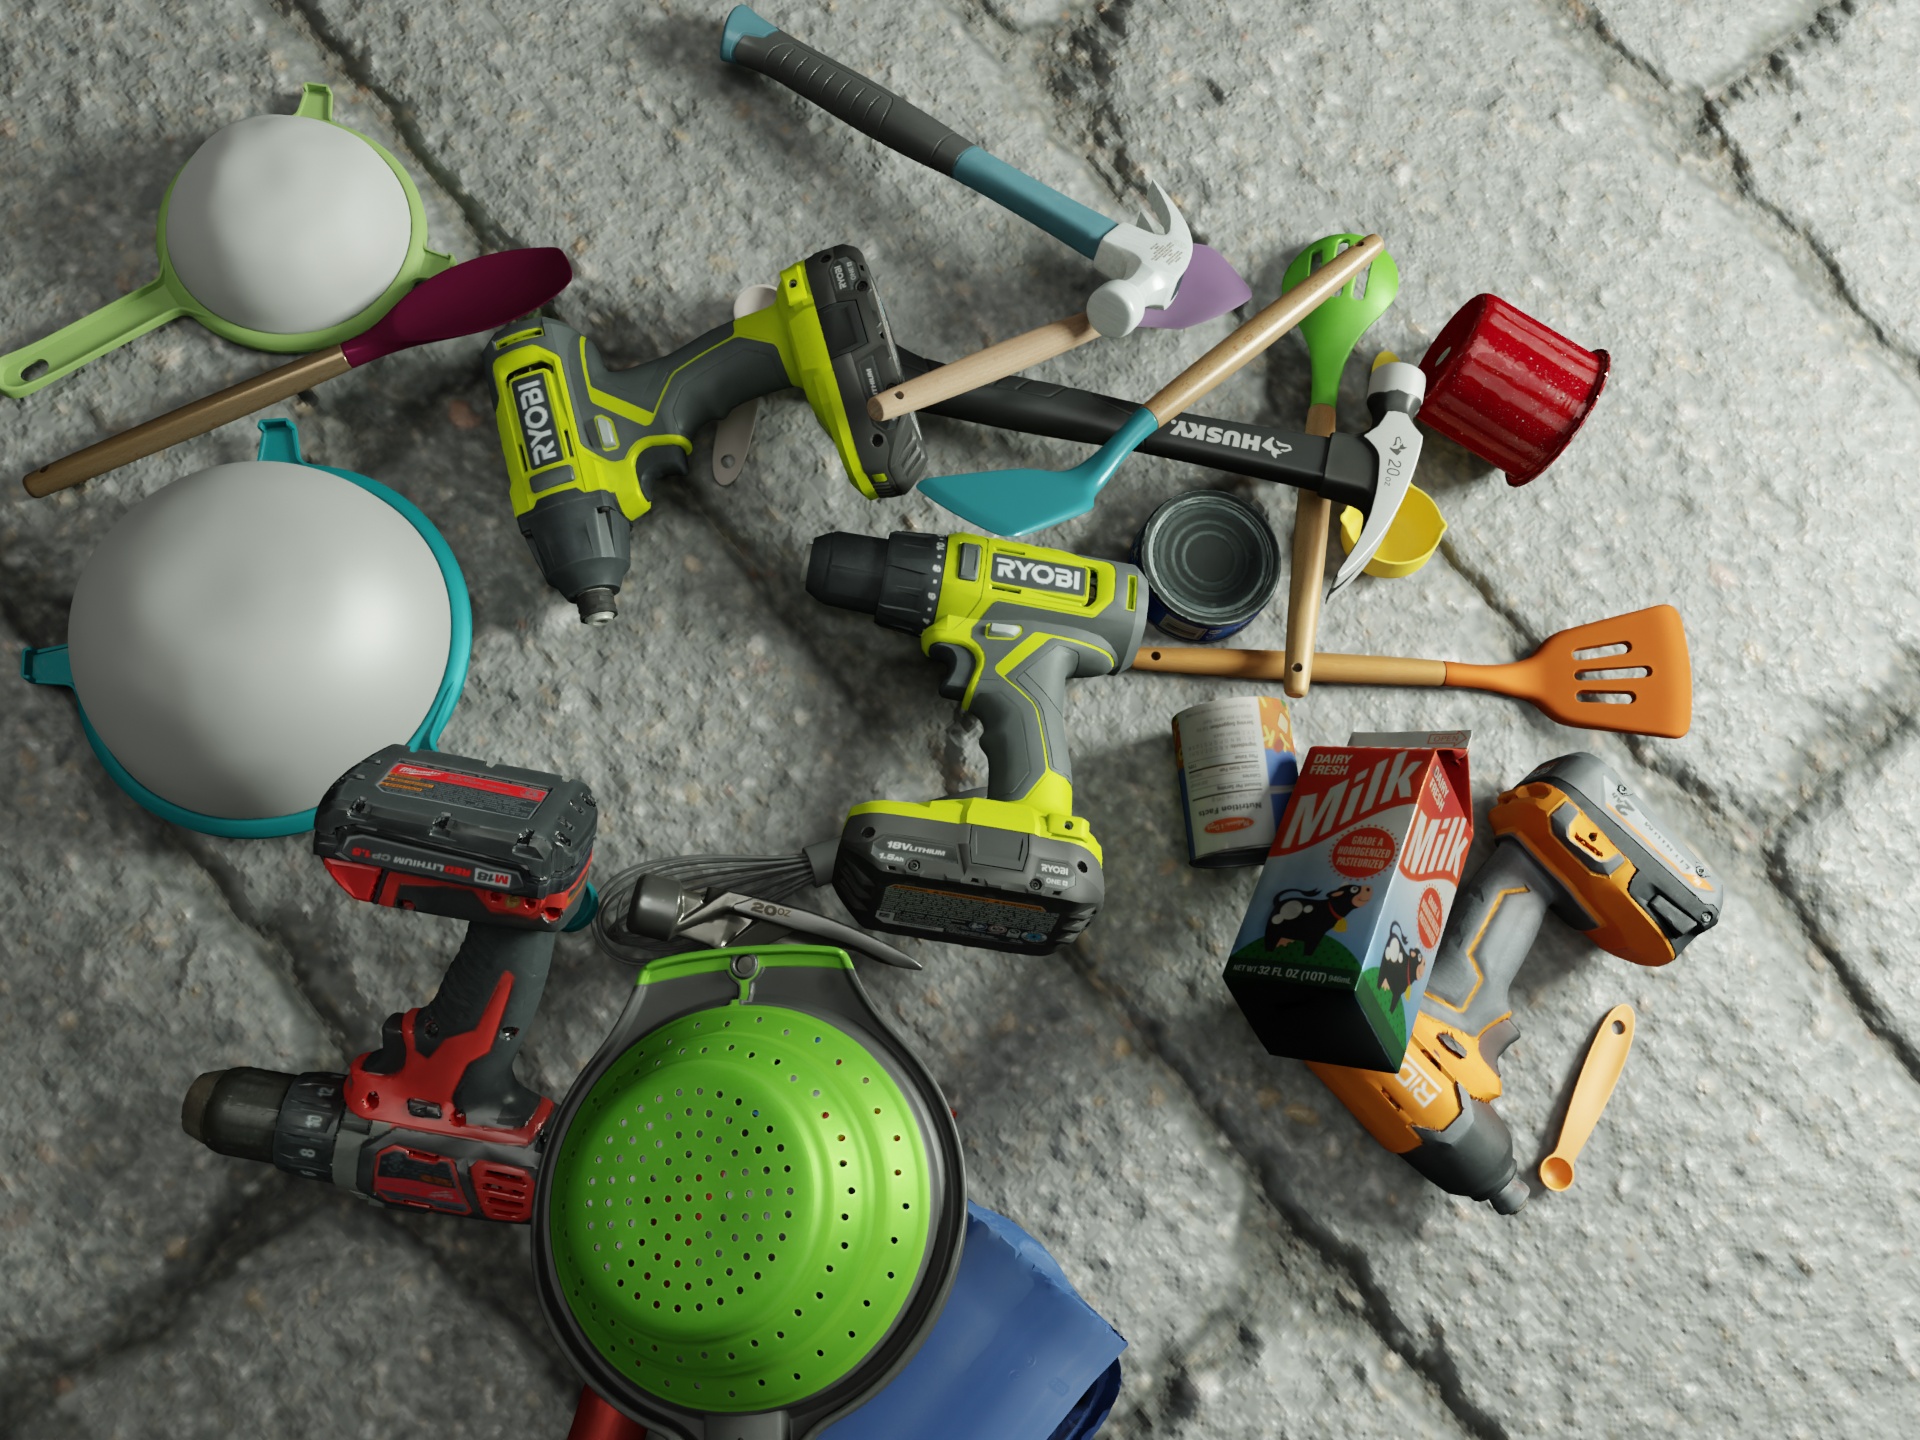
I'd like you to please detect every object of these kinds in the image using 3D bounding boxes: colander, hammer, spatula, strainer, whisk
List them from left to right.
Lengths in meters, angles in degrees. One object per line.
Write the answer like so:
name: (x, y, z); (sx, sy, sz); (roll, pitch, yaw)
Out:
strainer: (-0.426, -0.260, 0.883); (0.256, 0.069, 0.151); (-35, 82, -15)
strainer: (-0.319, -0.012, 0.800); (0.340, 0.095, 0.211); (38, 78, 12)
hammer: (-0.137, 0.264, 0.781); (0.149, 0.037, 0.359); (17, 82, -11)
colander: (-0.099, 0.285, 0.662); (0.204, 0.094, 0.397); (-6, 72, 7)
whisk: (-0.081, 0.076, 0.855); (0.239, 0.055, 0.055); (-17, 79, -15)
hammer: (-0.009, -0.336, 0.941); (0.331, 0.033, 0.128); (33, 47, 12)
spatula: (0.062, -0.221, 0.896); (0.316, 0.018, 0.060); (-32, 79, -38)
hammer: (0.090, -0.165, 0.910); (0.335, 0.035, 0.146); (12, 69, 7)
spatula: (0.121, -0.189, 0.877); (0.317, 0.044, 0.082); (-39, 44, -15)
spatula: (0.258, -0.031, 0.921); (0.322, 0.041, 0.081); (2, 77, -5)

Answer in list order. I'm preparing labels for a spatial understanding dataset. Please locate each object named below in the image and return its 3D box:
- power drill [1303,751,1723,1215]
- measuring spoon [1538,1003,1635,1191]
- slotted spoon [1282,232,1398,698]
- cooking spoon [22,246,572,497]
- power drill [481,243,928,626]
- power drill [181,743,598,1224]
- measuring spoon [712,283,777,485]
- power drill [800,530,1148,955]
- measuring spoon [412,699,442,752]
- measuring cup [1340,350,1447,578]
power drill: (0.300, 0.145, 0.863); (0.226, 0.084, 0.164); (-41, 84, -10)
measuring spoon: (0.350, 0.210, 0.889); (0.021, 0.011, 0.117); (31, 71, 2)
slotted spoon: (0.214, -0.161, 0.940); (0.070, 0.031, 0.314); (5, 71, 16)
cooking spoon: (-0.365, -0.193, 0.884); (0.319, 0.017, 0.069); (-24, 53, -6)
power drill: (-0.139, -0.158, 0.874); (0.223, 0.080, 0.171); (-17, 79, 5)
power drill: (-0.272, 0.131, 0.762); (0.188, 0.080, 0.226); (11, 108, -3)
measuring spoon: (-0.126, -0.195, 0.934); (0.034, 0.018, 0.124); (12, 82, -4)
power drill: (-0.001, -0.003, 0.846); (0.190, 0.080, 0.229); (10, 59, -5)
measuring spoon: (-0.329, -0.025, 0.867); (0.129, 0.021, 0.042); (42, 79, 14)
measuring cup: (0.258, -0.155, 0.964); (0.062, 0.029, 0.157); (4, 63, 3)
